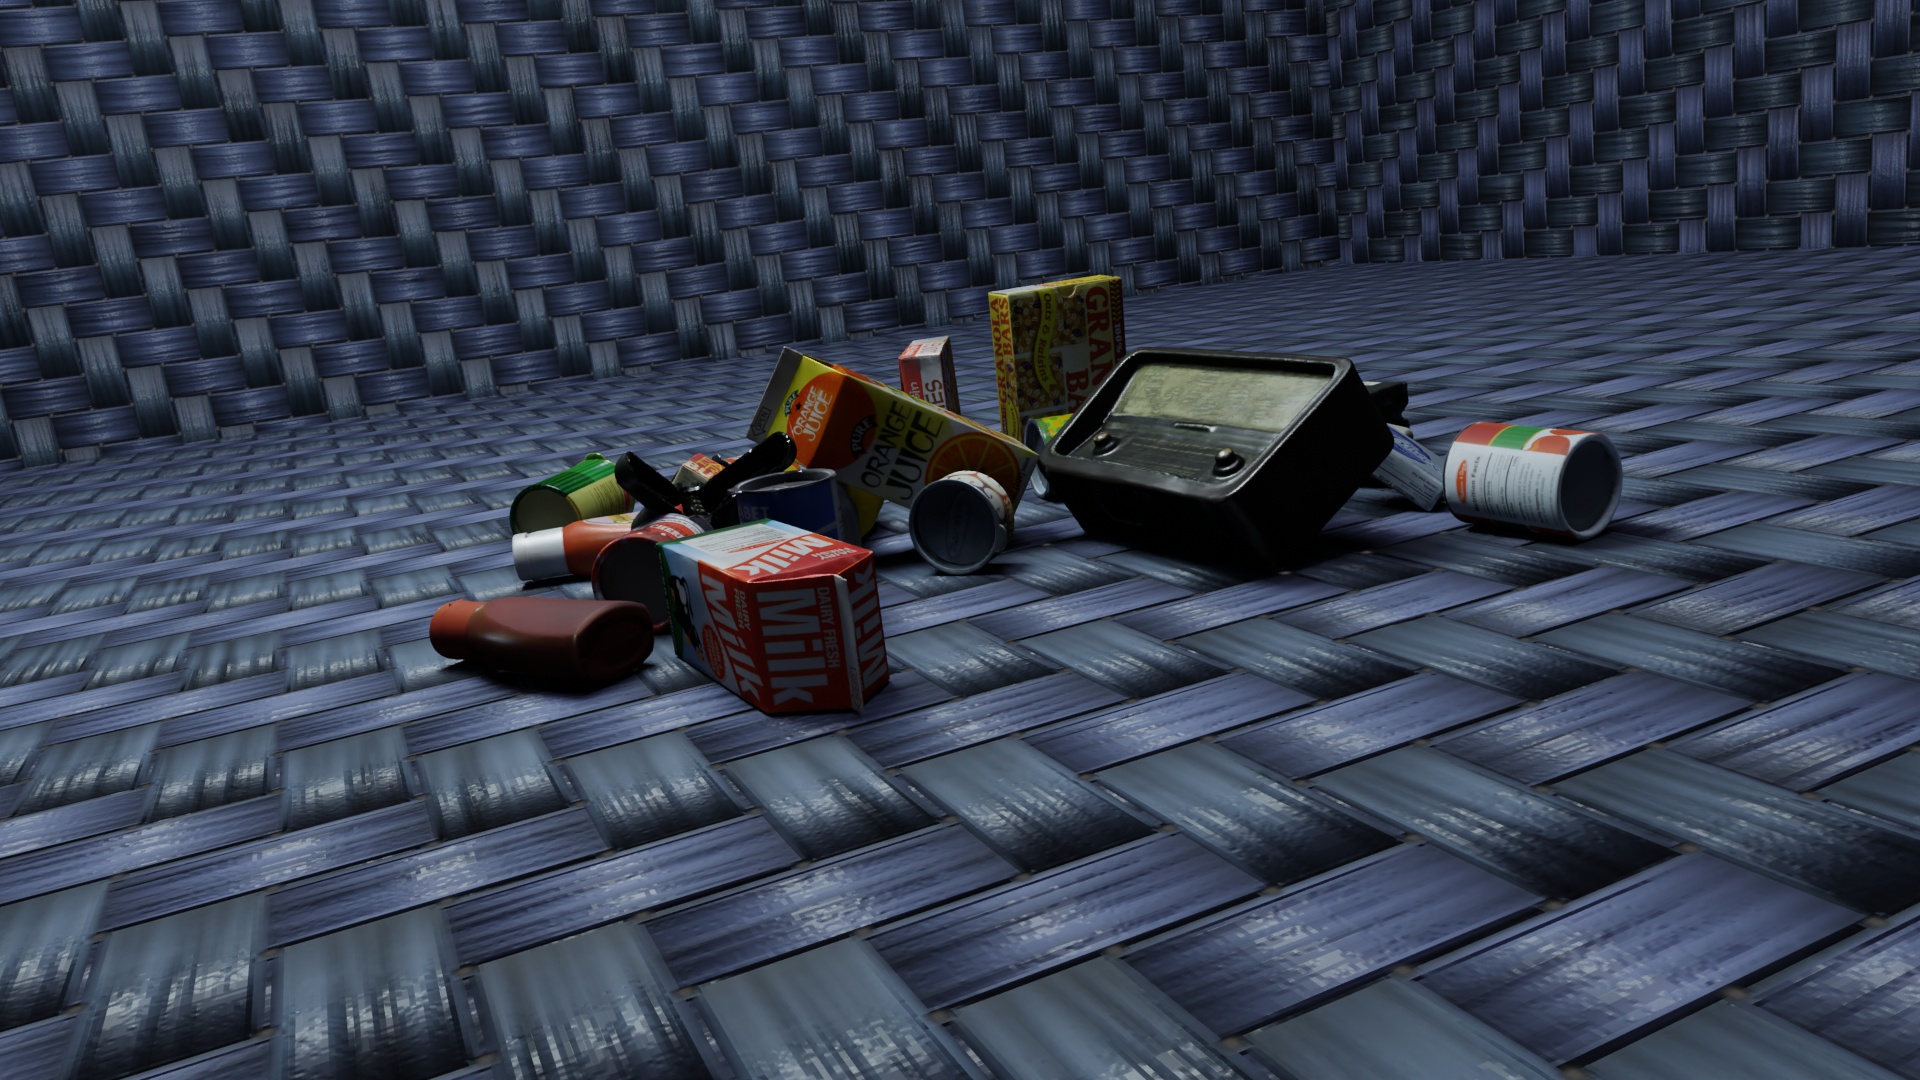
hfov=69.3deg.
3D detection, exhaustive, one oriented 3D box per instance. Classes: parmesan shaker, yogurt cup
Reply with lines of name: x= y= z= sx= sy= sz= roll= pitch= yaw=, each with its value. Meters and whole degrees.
parmesan shaker: x=-0.328 y=-0.030 z=1.173 sx=0.071 sy=0.071 sz=0.103 roll=-4 pitch=13 yaw=12
yogurt cup: x=-0.106 y=-0.004 z=0.971 sx=0.054 sy=0.072 sz=0.072 roll=-12 pitch=11 yaw=15

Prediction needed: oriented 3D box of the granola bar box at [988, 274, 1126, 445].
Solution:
granola bar box: x=0.095 y=-0.155 z=1.284 sx=0.124 sy=0.165 sz=0.039 roll=-13 pitch=16 yaw=-26

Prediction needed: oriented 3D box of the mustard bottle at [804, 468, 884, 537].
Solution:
mustard bottle: x=-0.090 y=-0.032 z=1.089 sx=0.049 sy=0.065 sz=0.160 roll=-2 pitch=8 yaw=11

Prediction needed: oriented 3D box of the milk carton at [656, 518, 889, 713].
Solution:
milk carton: x=-0.098 y=0.040 z=0.756 sx=0.074 sy=0.072 sz=0.190 roll=-14 pitch=14 yaw=-28

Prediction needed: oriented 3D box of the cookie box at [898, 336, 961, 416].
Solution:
cookie box: x=-0.025 y=-0.120 z=1.288 sx=0.040 sy=0.122 sz=0.168 roll=-7 pitch=13 yaw=4

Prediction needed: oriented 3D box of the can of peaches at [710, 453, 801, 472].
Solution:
can of peaches: x=-0.169 y=-0.042 z=1.146 sx=0.058 sy=0.071 sz=0.071 roll=-15 pitch=15 yaw=-37

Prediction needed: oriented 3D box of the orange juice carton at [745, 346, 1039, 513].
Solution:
orange juice carton: x=-0.050 y=-0.069 z=0.988 sx=0.193 sy=0.071 sz=0.073 roll=21 pitch=7 yaw=-15

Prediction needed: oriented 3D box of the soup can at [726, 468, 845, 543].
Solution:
soup can: x=-0.110 y=0.001 z=0.900 sx=0.071 sy=0.083 sz=0.071 roll=-7 pitch=12 yaw=2

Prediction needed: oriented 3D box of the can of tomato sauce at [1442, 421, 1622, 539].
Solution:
can of tomato sauce: x=0.357 y=-0.039 z=0.865 sx=0.071 sy=0.071 sz=0.083 roll=-14 pitch=15 yaw=-30

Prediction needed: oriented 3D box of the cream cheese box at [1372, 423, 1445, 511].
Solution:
cream cheese box: x=0.296 y=-0.064 z=0.978 sx=0.104 sy=0.024 sz=0.053 roll=36 pitch=28 yaw=15

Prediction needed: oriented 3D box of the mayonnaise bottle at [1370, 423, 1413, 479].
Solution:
mayonnaise bottle: x=0.271 y=-0.083 z=1.081 sx=0.148 sy=0.041 sz=0.065 roll=16 pitch=21 yaw=25

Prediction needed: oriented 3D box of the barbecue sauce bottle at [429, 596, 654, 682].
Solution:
barbecue sauce bottle: x=-0.256 y=0.056 z=0.829 sx=0.148 sy=0.043 sz=0.065 roll=1 pitch=15 yaw=33

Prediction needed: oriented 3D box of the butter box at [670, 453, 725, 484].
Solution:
butter box: x=-0.169 y=-0.029 z=1.067 sx=0.103 sy=0.024 sz=0.053 roll=31 pitch=13 yaw=-3

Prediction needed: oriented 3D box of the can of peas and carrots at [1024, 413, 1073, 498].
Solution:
can of peas and carrots: x=0.090 y=-0.070 z=1.147 sx=0.059 sy=0.070 sz=0.071 roll=-9 pitch=13 yaw=-12

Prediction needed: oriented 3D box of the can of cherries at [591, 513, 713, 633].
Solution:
can of cherries: x=-0.195 y=0.019 z=0.897 sx=0.071 sy=0.071 sz=0.058 roll=-4 pitch=13 yaw=13

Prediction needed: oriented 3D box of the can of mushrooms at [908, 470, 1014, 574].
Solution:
can of mushrooms: x=0.003 y=-0.012 z=0.939 sx=0.071 sy=0.071 sz=0.033 roll=-2 pitch=13 yaw=22

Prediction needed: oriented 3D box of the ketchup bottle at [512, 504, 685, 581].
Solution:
ketchup bottle: x=-0.264 y=0.002 z=1.067 sx=0.149 sy=0.043 sz=0.065 roll=-10 pitch=12 yaw=-9
